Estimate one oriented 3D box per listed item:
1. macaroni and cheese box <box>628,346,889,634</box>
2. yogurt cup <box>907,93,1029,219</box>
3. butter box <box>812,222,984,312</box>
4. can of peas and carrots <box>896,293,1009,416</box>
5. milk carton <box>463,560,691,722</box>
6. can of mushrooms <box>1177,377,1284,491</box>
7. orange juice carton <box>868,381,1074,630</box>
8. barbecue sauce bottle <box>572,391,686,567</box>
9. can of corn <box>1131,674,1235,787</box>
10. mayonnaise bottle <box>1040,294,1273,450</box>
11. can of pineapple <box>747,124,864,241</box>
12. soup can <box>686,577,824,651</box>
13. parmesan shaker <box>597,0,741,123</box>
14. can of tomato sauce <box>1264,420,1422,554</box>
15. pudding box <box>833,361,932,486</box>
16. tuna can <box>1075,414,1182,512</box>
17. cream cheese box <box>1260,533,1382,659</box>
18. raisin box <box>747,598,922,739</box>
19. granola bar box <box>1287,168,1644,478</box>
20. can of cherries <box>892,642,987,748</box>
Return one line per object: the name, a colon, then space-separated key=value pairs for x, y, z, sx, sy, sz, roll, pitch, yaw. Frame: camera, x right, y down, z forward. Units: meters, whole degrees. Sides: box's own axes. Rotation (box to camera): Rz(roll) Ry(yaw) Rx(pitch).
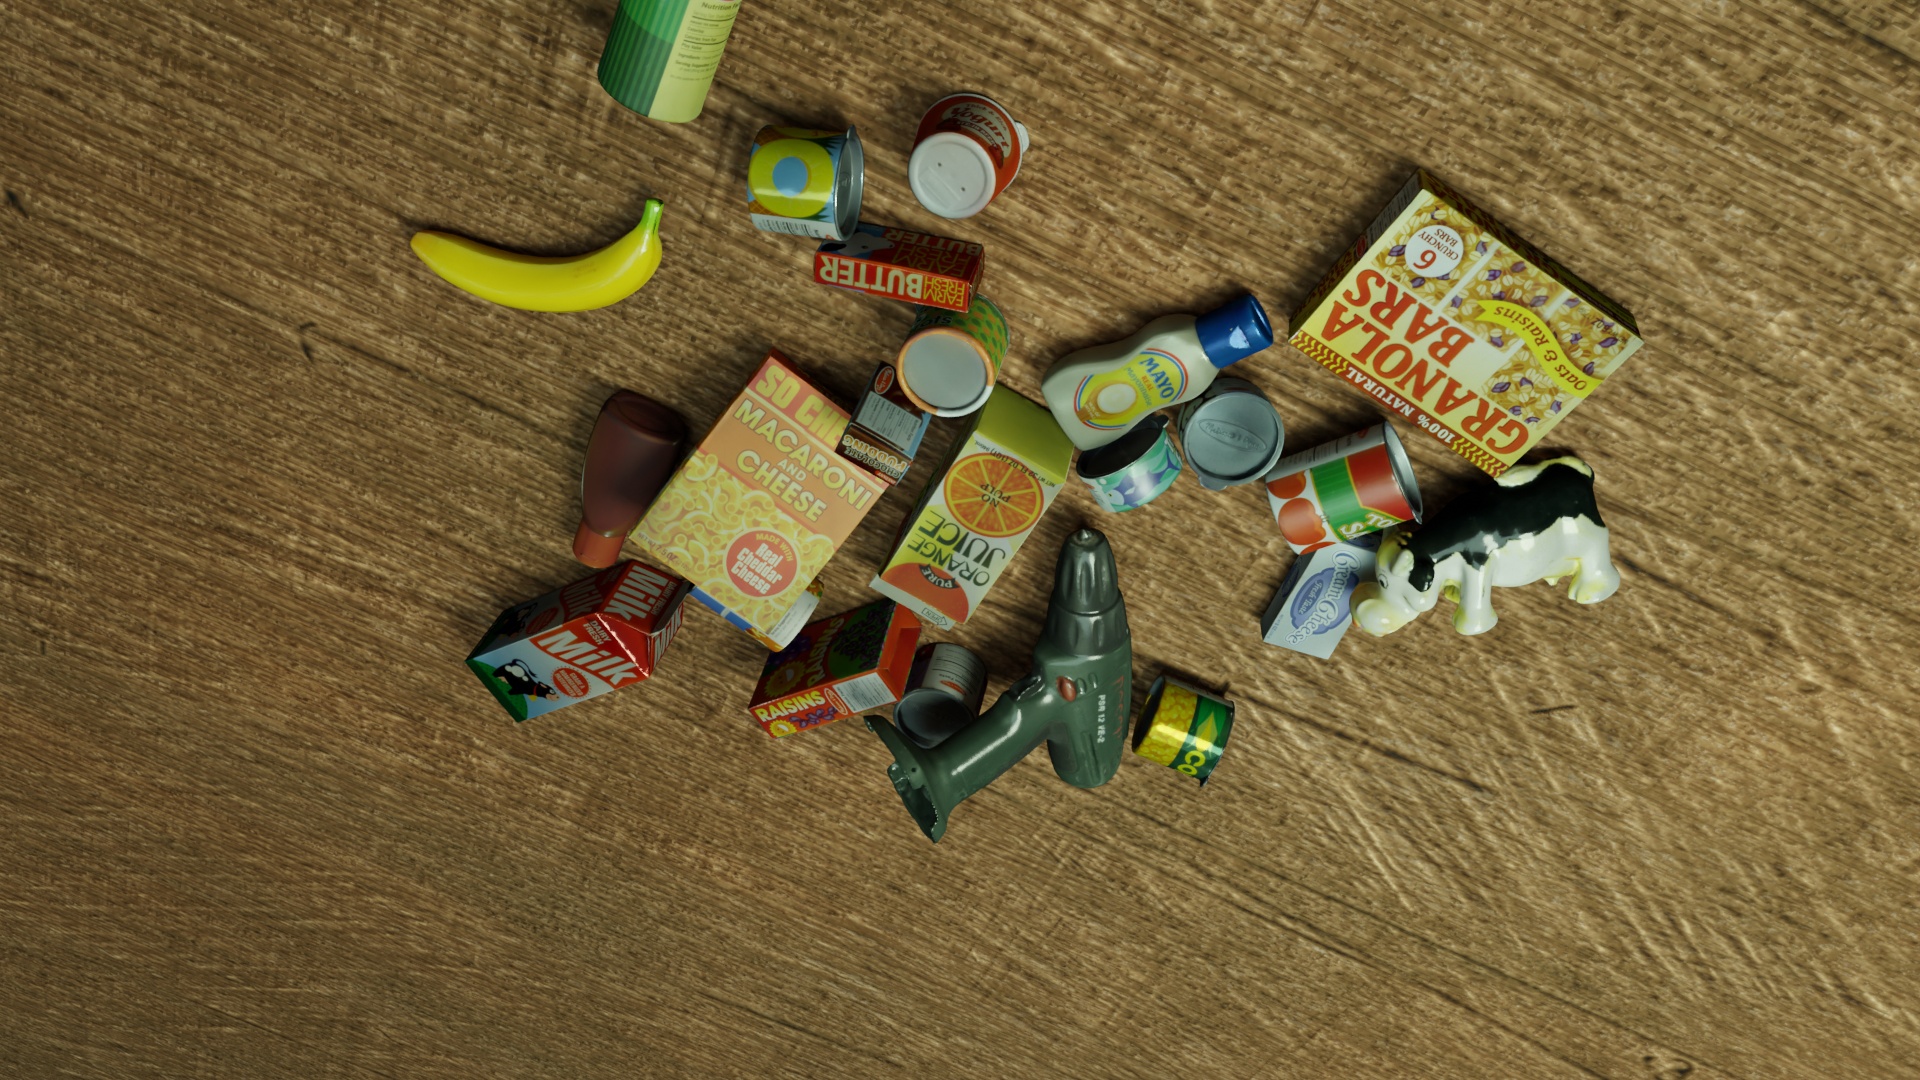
macaroni and cheese box: x=-0.136 y=-0.035 z=0.989 sx=0.123 sy=0.040 sz=0.166 roll=37 pitch=102 yaw=-14
yogurt cup: x=0.000 y=-0.230 z=0.844 sx=0.072 sy=0.054 sz=0.072 roll=7 pitch=126 yaw=10
butter box: x=-0.038 y=-0.177 z=0.892 sx=0.103 sy=0.053 sz=0.024 roll=12 pitch=129 yaw=5
can of peas and carrots: x=-0.007 y=-0.125 z=0.918 sx=0.071 sy=0.059 sz=0.070 roll=6 pitch=126 yaw=9
milk carton: x=-0.299 y=0.078 z=1.126 sx=0.190 sy=0.073 sz=0.073 roll=-20 pitch=118 yaw=25
can of mushrooms: x=0.177 y=-0.070 z=0.918 sx=0.071 sy=0.033 sz=0.070 roll=0 pitch=116 yaw=0
orange juice carton: x=0.004 y=-0.012 z=0.987 sx=0.072 sy=0.073 sz=0.191 roll=29 pitch=127 yaw=-7
barbecue sauce bottle: x=-0.258 y=-0.041 z=1.051 sx=0.065 sy=0.044 sz=0.147 roll=27 pitch=127 yaw=-6
can of corn: x=0.168 y=0.145 z=1.060 sx=0.058 sy=0.071 sz=0.070 roll=22 pitch=127 yaw=-1
mayonnaise bottle: x=0.128 y=-0.113 z=0.904 sx=0.147 sy=0.041 sz=0.064 roll=-23 pitch=114 yaw=28
can of pineapple: x=-0.095 y=-0.225 z=0.865 sx=0.058 sy=0.071 sz=0.070 roll=9 pitch=126 yaw=8
soup can: x=-0.157 y=0.036 z=1.068 sx=0.083 sy=0.072 sz=0.071 roll=36 pitch=125 yaw=-14
parmesan shaker: x=-0.171 y=-0.309 z=0.820 sx=0.071 sy=0.072 sz=0.102 roll=28 pitch=127 yaw=-7
can of tomato sauce: x=0.252 y=-0.032 z=0.914 sx=0.083 sy=0.071 sz=0.071 roll=-21 pitch=118 yaw=27
pudding box: x=-0.049 y=-0.080 z=0.945 sx=0.049 sy=0.084 sz=0.030 roll=29 pitch=129 yaw=-8
tuna can: x=0.116 y=-0.053 z=0.936 sx=0.071 sy=0.071 sz=0.032 roll=-22 pitch=118 yaw=26
cream cheese box: x=0.259 y=0.035 z=0.986 sx=0.053 sy=0.024 sz=0.103 roll=16 pitch=128 yaw=-6
raisin box: x=-0.097 y=0.099 z=1.083 sx=0.123 sy=0.086 sz=0.040 roll=-19 pitch=123 yaw=25
granola bar box: x=0.305 y=-0.130 z=0.850 sx=0.165 sy=0.039 sz=0.123 roll=31 pitch=125 yaw=-9
can of cherries: x=-0.016 y=0.125 z=1.100 sx=0.071 sy=0.059 sz=0.071 roll=6 pitch=126 yaw=8
